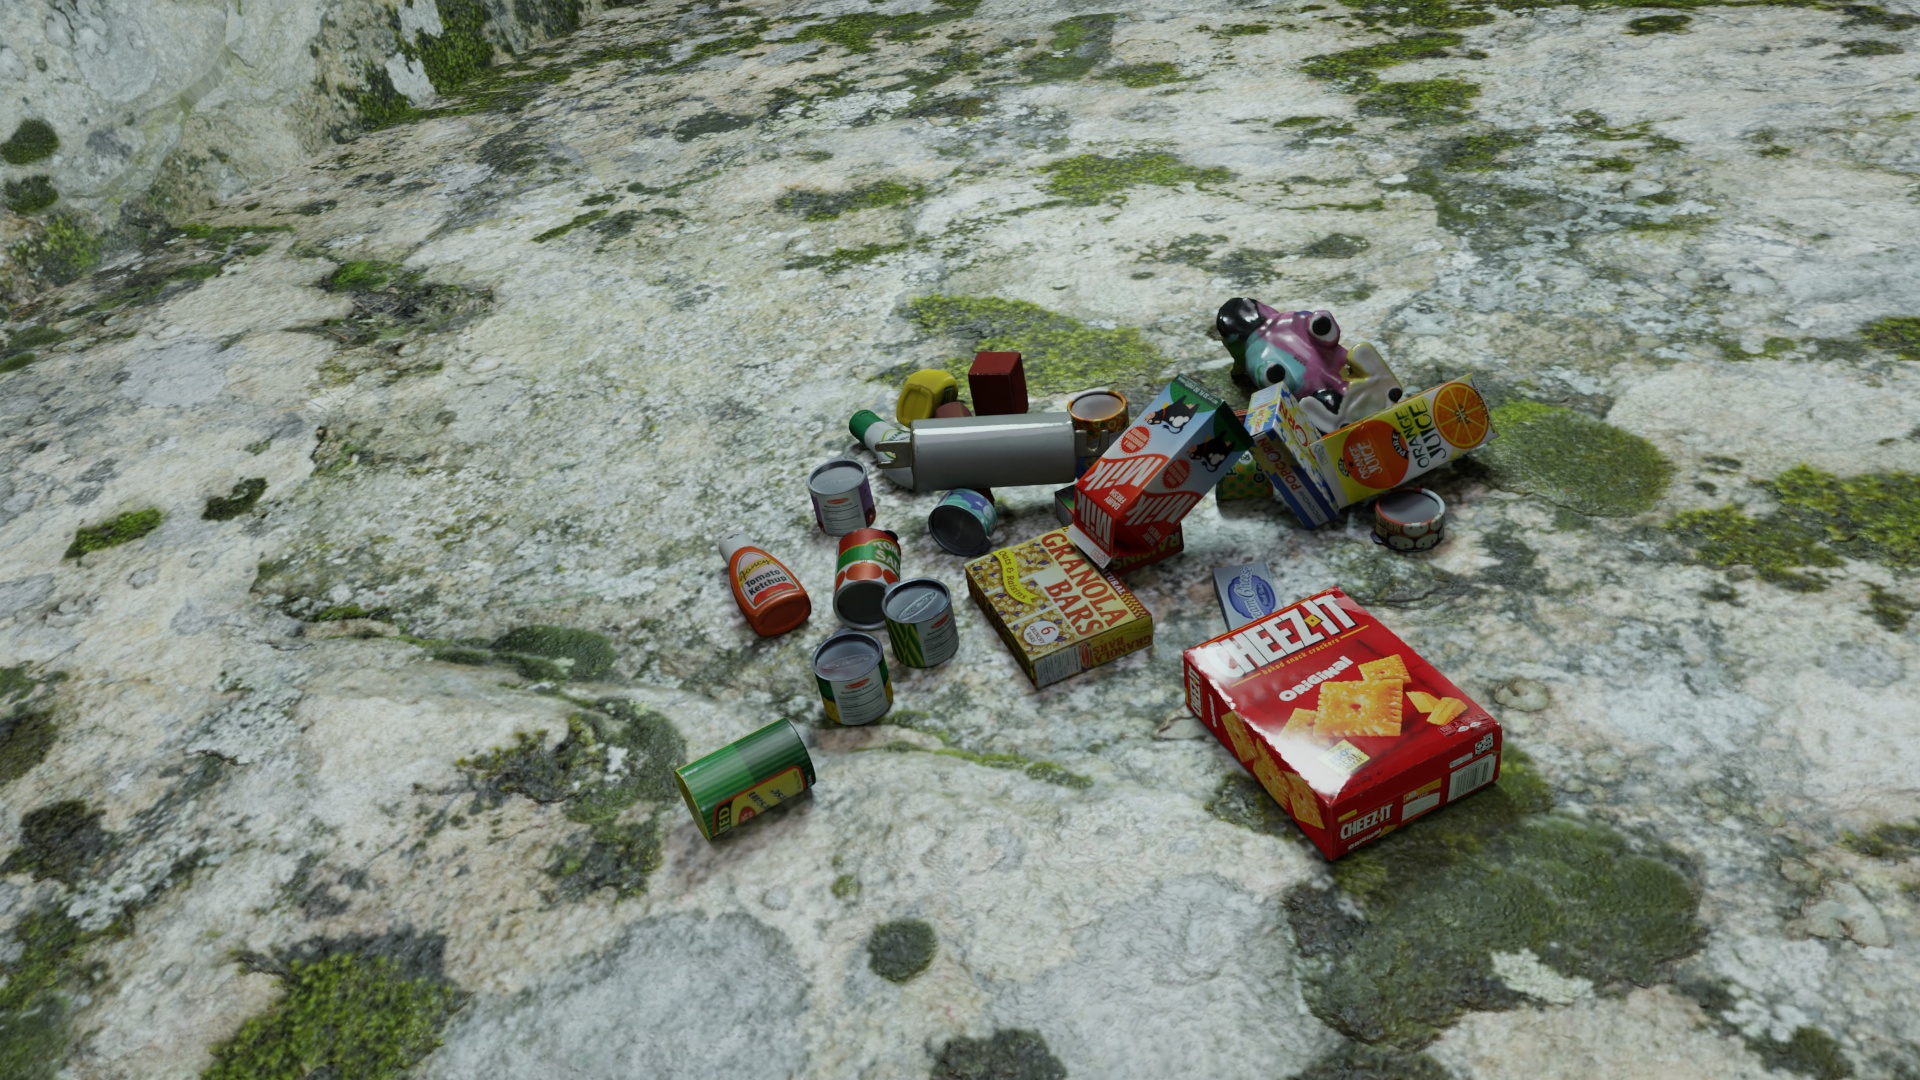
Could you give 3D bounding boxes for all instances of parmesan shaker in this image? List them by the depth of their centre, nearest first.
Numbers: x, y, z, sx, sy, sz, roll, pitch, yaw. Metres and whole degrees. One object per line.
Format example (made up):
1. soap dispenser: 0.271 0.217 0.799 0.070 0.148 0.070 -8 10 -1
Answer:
1. parmesan shaker: -0.182 0.200 1.180 0.103 0.071 0.071 -25 39 -20

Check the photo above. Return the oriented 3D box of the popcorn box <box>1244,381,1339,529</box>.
1. popcorn box: 0.334 -0.084 1.389 0.038 0.126 0.085 -25 26 36

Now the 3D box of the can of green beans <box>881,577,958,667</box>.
1. can of green beans: -0.038 0.078 1.318 0.071 0.057 0.071 -7 37 5

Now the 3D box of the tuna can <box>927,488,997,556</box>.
1. tuna can: 0.005 -0.018 1.429 0.071 0.070 0.033 8 40 23

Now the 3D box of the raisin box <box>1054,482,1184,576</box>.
1. raisin box: 0.160 -0.019 1.415 0.086 0.040 0.124 -20 37 -13

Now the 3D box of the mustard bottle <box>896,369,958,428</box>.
1. mustard bottle: -0.032 -0.172 1.633 0.049 0.065 0.161 21 20 8

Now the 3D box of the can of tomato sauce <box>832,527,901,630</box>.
1. can of tomato sauce: -0.091 0.037 1.376 0.071 0.070 0.083 -7 37 4

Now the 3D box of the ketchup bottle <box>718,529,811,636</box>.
1. ketchup bottle: -0.207 0.040 1.422 0.065 0.043 0.149 -24 38 -17

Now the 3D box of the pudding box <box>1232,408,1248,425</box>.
1. pudding box: 0.292 -0.116 1.518 0.084 0.030 0.050 -10 36 0

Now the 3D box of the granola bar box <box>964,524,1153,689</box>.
1. granola bar box: 0.091 0.058 1.328 0.124 0.038 0.166 -20 38 -13

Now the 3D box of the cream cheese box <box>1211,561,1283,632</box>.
1. cream cheese box: 0.271 0.061 1.294 0.053 0.024 0.104 -9 37 3

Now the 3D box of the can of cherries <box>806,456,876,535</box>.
1. can of cherries: -0.128 -0.048 1.507 0.071 0.058 0.072 -7 37 6

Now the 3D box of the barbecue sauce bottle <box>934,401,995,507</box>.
1. barbecue sauce bottle: 0.006 -0.084 1.522 0.044 0.064 0.149 -19 45 4

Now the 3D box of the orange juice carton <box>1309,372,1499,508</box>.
1. orange juice carton: 0.438 -0.098 1.395 0.193 0.072 0.073 -23 0 -22

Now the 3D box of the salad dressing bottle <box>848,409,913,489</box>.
1. salad dressing bottle: -0.076 -0.106 1.582 0.064 0.043 0.148 -26 39 -24

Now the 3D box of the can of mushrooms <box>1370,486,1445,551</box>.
1. can of mushrooms: 0.436 -0.021 1.356 0.071 0.033 0.071 -6 37 5

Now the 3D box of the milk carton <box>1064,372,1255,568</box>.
1. milk carton: 0.183 -0.059 1.334 0.190 0.073 0.072 -46 42 2

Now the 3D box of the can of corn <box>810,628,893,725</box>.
1. can of corn: -0.099 0.124 1.270 0.071 0.058 0.071 -7 37 5

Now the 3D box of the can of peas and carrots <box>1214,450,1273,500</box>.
1. can of peas and carrots: 0.291 -0.076 1.433 0.059 0.070 0.071 -3 37 9

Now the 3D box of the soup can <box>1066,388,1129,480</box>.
1. soup can: 0.152 -0.111 1.501 0.071 0.083 0.072 -6 37 5
